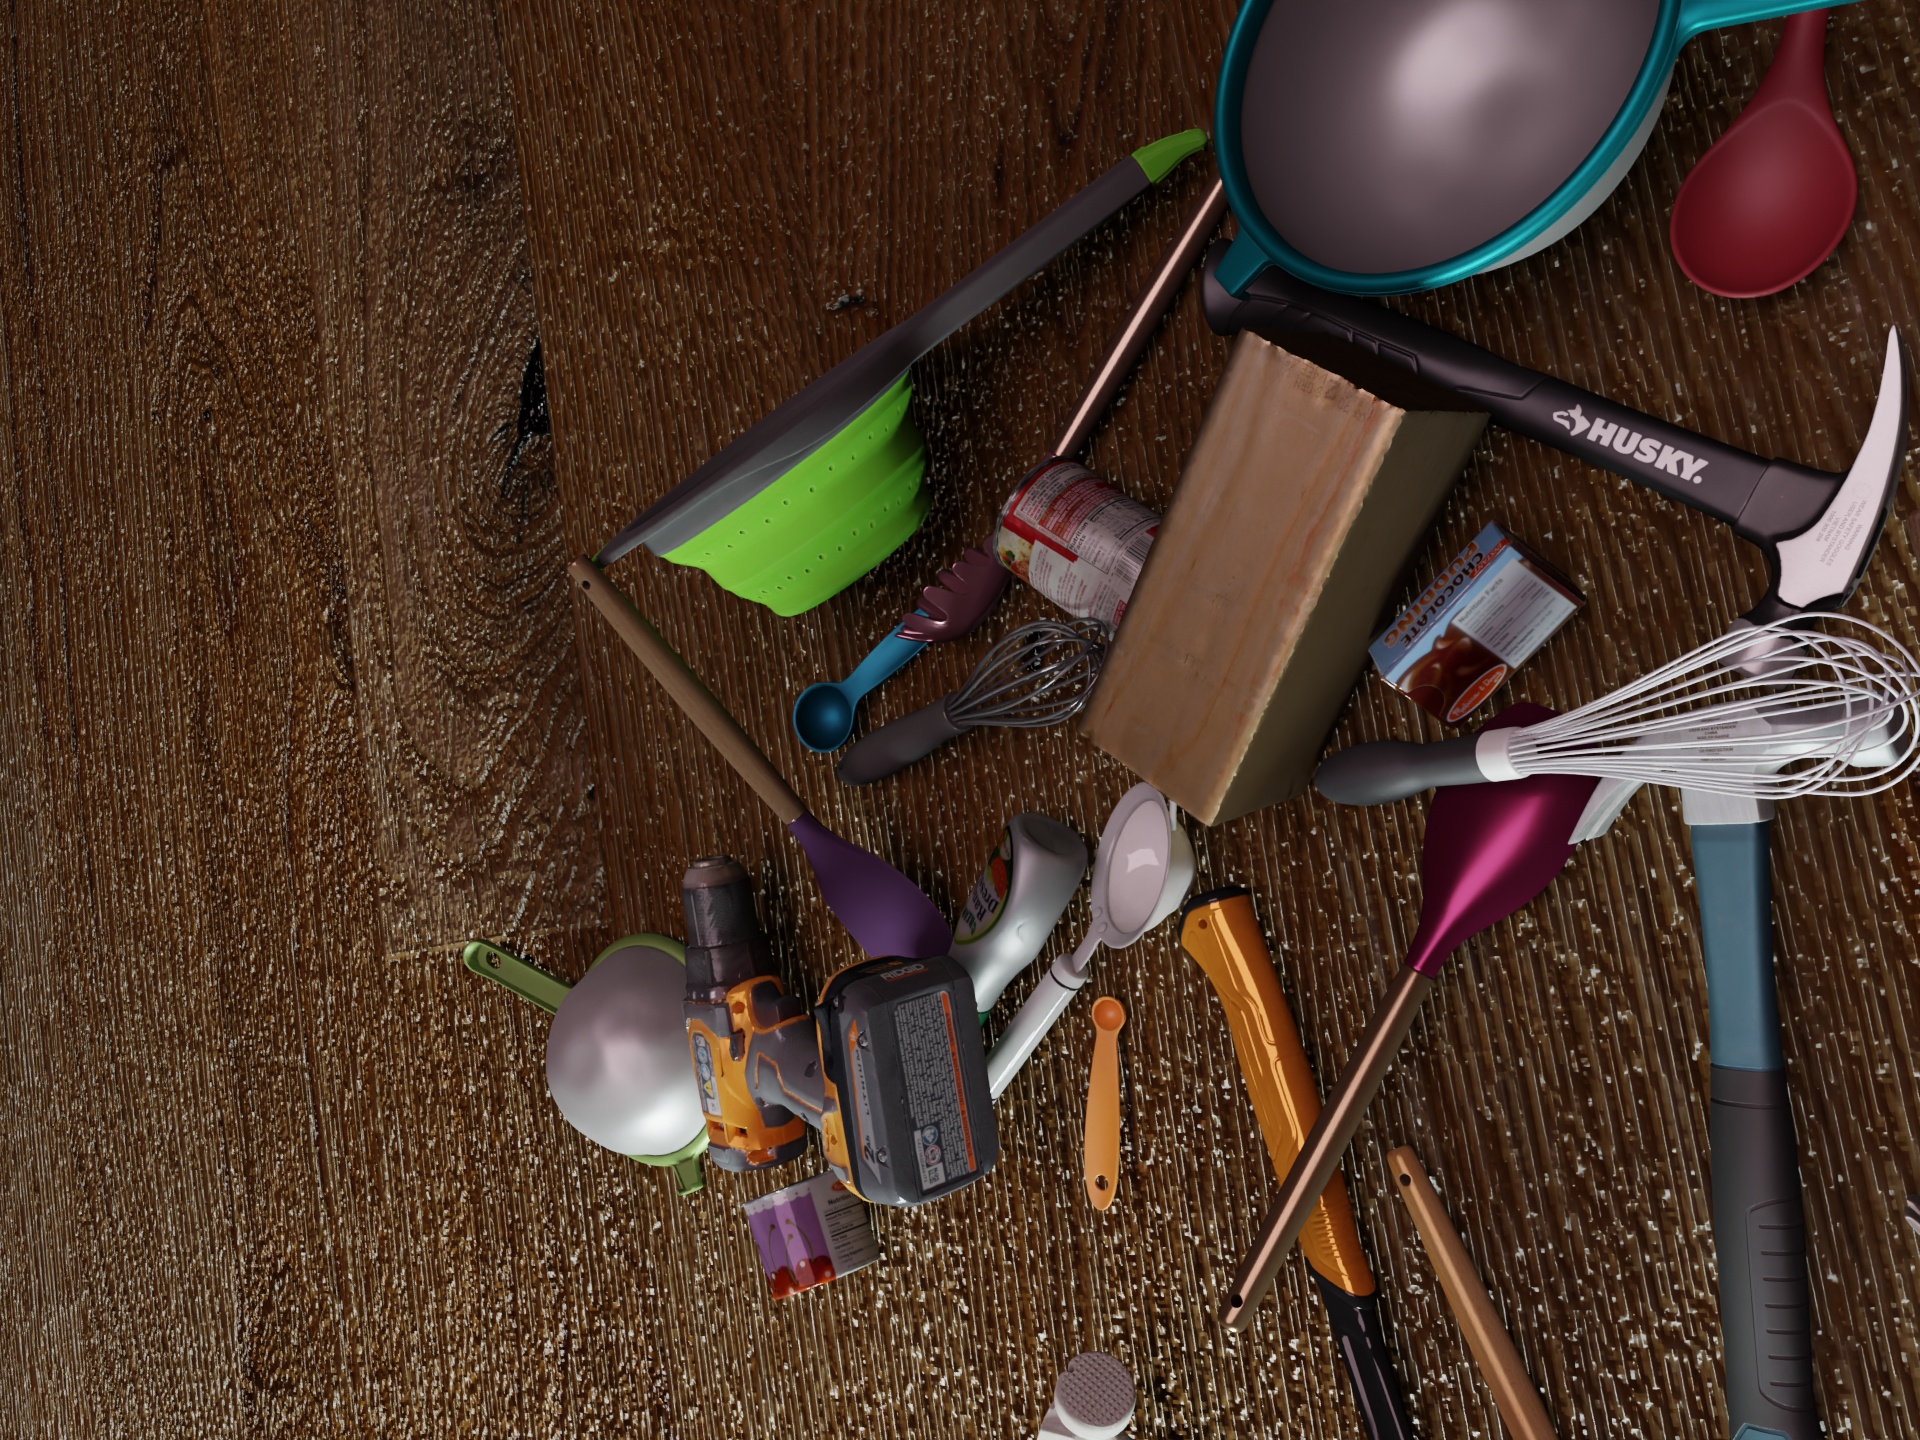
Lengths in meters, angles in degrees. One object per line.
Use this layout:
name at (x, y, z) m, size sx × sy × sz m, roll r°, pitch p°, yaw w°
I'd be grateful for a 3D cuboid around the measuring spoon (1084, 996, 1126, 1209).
measuring spoon at (0.079, 0.204, 0.851) m, size 0.021 × 0.011 × 0.117 m, roll 5°, pitch 96°, yaw 35°

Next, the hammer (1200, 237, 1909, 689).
hammer at (0.249, -0.154, 0.721) m, size 0.335 × 0.035 × 0.146 m, roll 33°, pitch 108°, yaw 31°

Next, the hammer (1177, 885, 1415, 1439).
hammer at (0.178, 0.239, 0.754) m, size 0.127 × 0.034 × 0.337 m, roll -32°, pitch 69°, yaw 46°

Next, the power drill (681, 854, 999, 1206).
power drill at (-0.085, 0.167, 0.888) m, size 0.226 × 0.084 × 0.185 m, roll -7°, pitch 93°, yaw 52°

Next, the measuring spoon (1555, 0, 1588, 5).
measuring spoon at (0.255, -0.368, 0.734) m, size 0.124 × 0.018 × 0.034 m, roll 50°, pitch 138°, yaw 31°

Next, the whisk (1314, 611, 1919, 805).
whisk at (0.255, 0.011, 0.663) m, size 0.284 × 0.070 × 0.070 m, roll -15°, pitch 80°, yaw 55°

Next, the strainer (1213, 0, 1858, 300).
strainer at (0.271, -0.274, 0.656) m, size 0.340 × 0.095 × 0.211 m, roll 6°, pitch 88°, yaw 42°

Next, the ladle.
ladle at (0.355, -0.328, 0.655) m, size 0.069 × 0.031 × 0.315 m, roll 13°, pitch 95°, yaw 31°

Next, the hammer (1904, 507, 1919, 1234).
hammer at (0.412, 0.077, 0.608) m, size 0.130 × 0.031 × 0.331 m, roll -13°, pitch 82°, yaw 33°

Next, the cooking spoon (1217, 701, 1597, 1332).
cooking spoon at (0.197, 0.137, 0.725) m, size 0.069 × 0.017 × 0.319 m, roll 29°, pitch 92°, yaw 35°

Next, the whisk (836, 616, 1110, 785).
whisk at (-0.001, -0.002, 0.858) m, size 0.239 × 0.055 × 0.055 m, roll -27°, pitch 74°, yaw 50°

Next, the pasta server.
pasta server at (0.061, -0.168, 0.848) m, size 0.040 × 0.060 × 0.316 m, roll 31°, pitch 106°, yaw -1°

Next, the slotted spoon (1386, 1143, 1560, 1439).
slotted spoon at (0.265, 0.342, 0.710) m, size 0.070 × 0.031 × 0.314 m, roll -34°, pitch 70°, yaw 32°

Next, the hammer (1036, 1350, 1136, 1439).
hammer at (0.205, 0.454, 0.724) m, size 0.411 × 0.038 × 0.146 m, roll 31°, pitch 140°, yaw 24°

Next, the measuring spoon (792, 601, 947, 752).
measuring spoon at (-0.046, -0.029, 0.938) m, size 0.128 × 0.021 × 0.042 m, roll -41°, pitch 71°, yaw 17°

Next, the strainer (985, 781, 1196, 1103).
strainer at (0.063, 0.127, 0.843) m, size 0.258 × 0.050 × 0.087 m, roll -58°, pitch 24°, yaw 27°

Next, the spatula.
spatula at (-0.106, 0.033, 0.878) m, size 0.060 × 0.018 × 0.315 m, roll -32°, pitch 106°, yaw 31°

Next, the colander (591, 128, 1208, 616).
colander at (-0.017, -0.168, 0.868) m, size 0.397 × 0.205 × 0.094 m, roll -33°, pitch 105°, yaw 13°

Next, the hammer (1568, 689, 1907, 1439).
hammer at (0.327, 0.156, 0.656) m, size 0.128 × 0.033 × 0.331 m, roll -4°, pitch 89°, yaw 44°

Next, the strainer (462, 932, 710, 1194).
strainer at (-0.259, 0.199, 1.045) m, size 0.256 × 0.069 × 0.151 m, roll 19°, pitch 100°, yaw 32°
